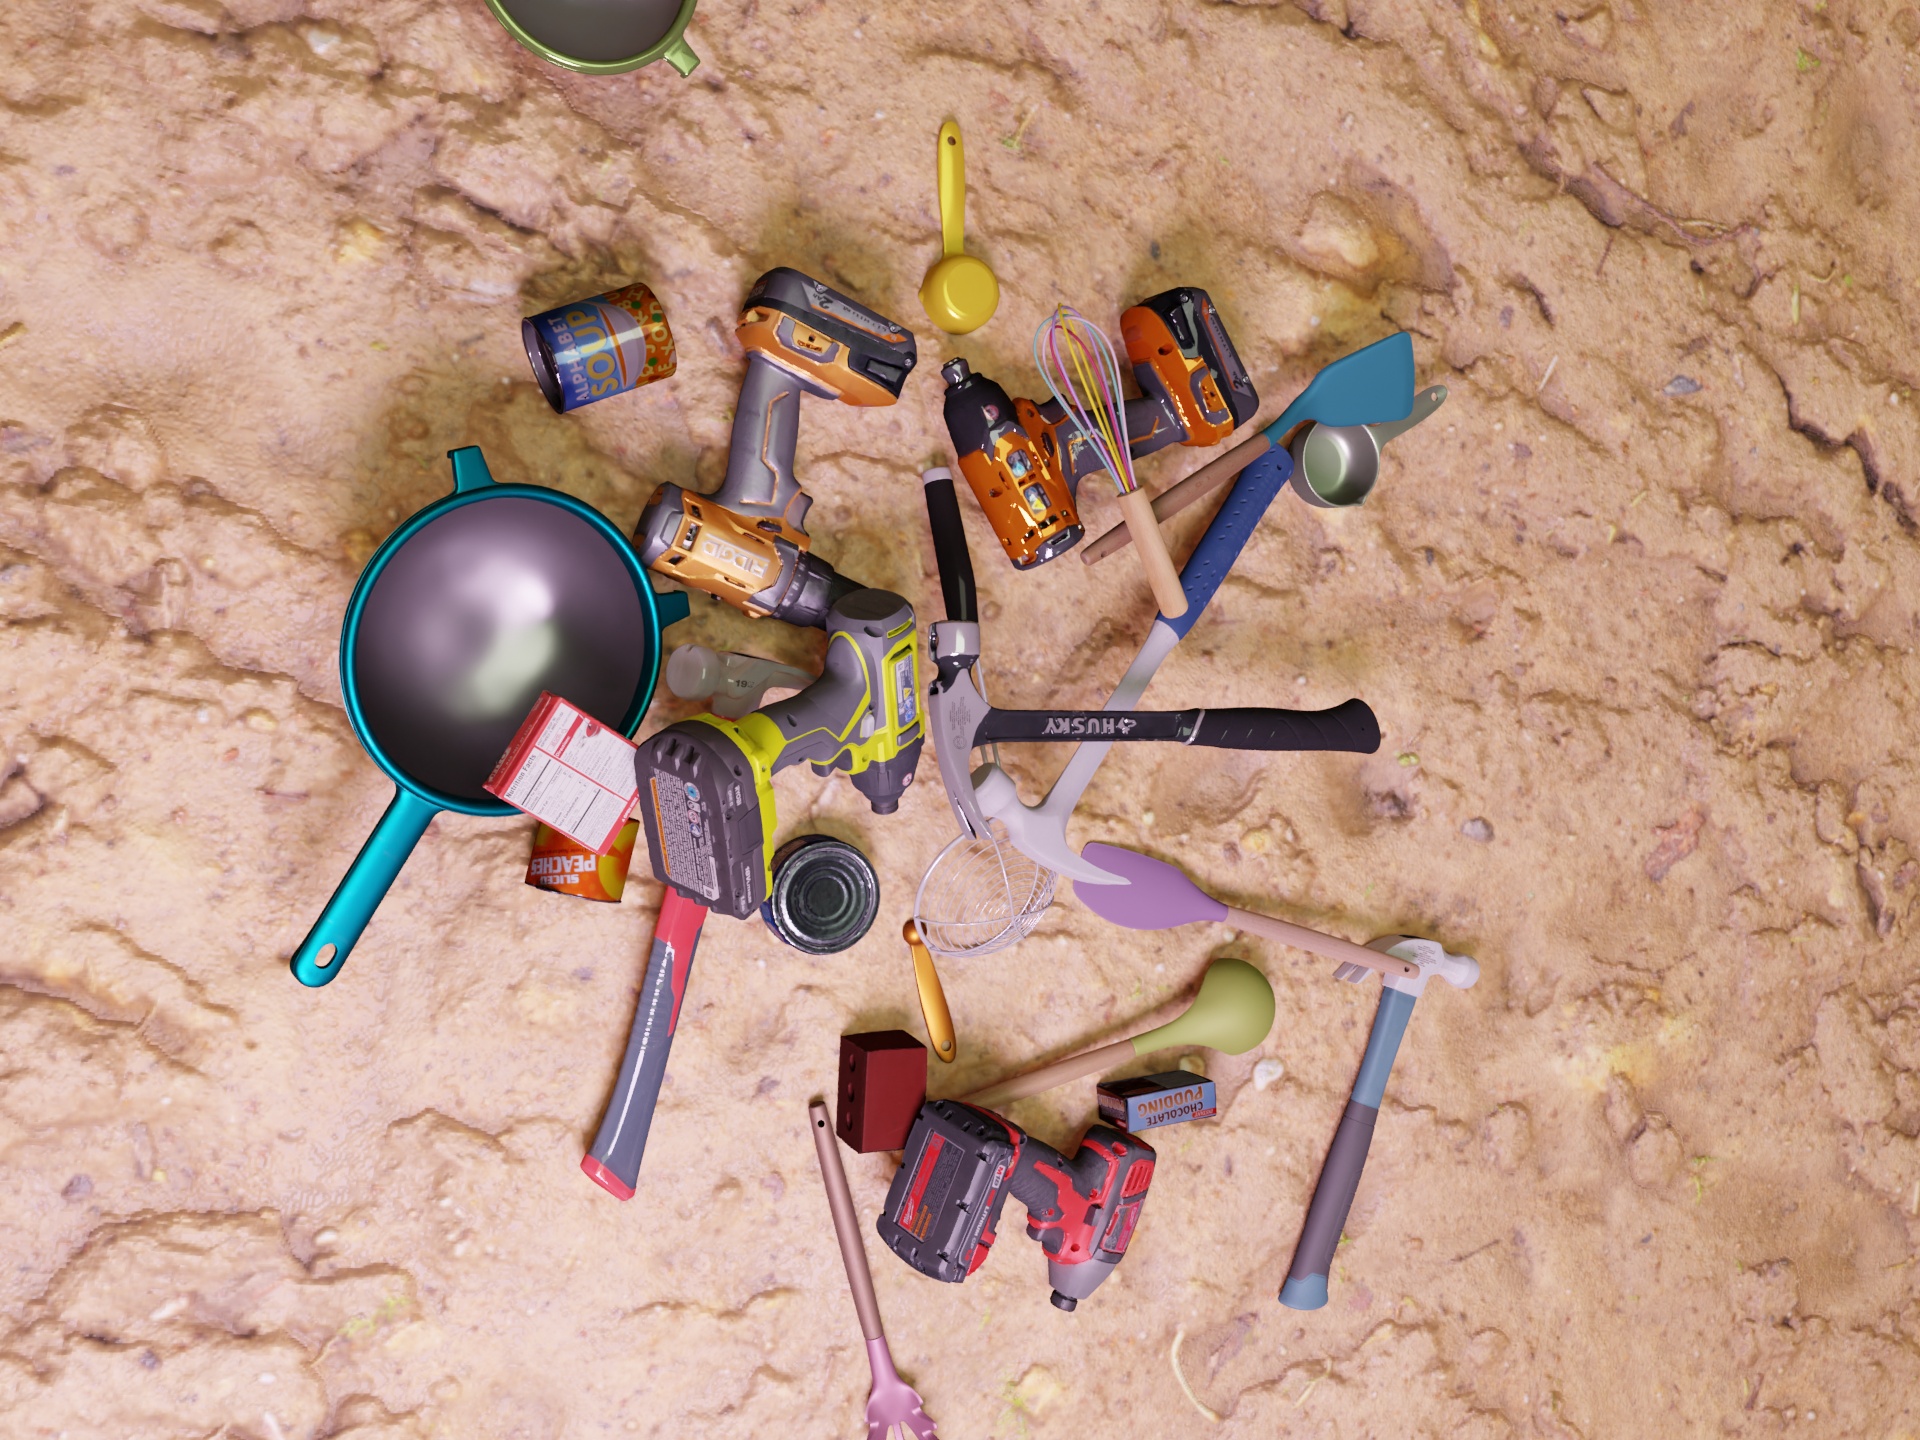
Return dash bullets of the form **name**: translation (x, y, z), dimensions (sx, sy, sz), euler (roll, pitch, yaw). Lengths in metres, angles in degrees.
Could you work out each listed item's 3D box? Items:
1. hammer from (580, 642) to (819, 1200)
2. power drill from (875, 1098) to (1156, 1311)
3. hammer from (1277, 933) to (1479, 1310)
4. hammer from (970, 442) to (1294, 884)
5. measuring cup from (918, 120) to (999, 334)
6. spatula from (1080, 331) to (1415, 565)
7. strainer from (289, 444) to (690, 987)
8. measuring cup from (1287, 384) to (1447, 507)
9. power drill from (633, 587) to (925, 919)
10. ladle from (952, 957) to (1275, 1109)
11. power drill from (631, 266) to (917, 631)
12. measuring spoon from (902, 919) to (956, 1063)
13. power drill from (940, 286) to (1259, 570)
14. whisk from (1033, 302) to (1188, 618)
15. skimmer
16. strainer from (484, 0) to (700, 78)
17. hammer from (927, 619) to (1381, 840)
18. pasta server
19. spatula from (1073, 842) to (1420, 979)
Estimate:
- **hammer**: translation (-0.184, 0.144, 1.110), dimensions (0.143, 0.038, 0.386), euler (11, 95, -52)
- **power drill**: translation (0.050, 0.366, 1.187), dimensions (0.219, 0.079, 0.143), euler (24, 86, -42)
- **hammer**: translation (0.342, 0.341, 1.356), dimensions (0.128, 0.033, 0.331), euler (22, 84, -23)
- **hammer**: translation (0.156, -0.056, 1.217), dimensions (0.144, 0.035, 0.406), euler (43, 65, -21)
- **measuring cup**: translation (0.000, -0.367, 1.180), dimensions (0.062, 0.029, 0.156), euler (-5, 96, -23)
- **spatula**: translation (0.223, -0.201, 1.232), dimensions (0.317, 0.044, 0.082), euler (-34, 137, -17)
- **strainer**: translation (-0.336, 0.005, 1.013), dimensions (0.210, 0.095, 0.340), euler (37, 79, -40)
- **measuring cup**: translation (0.339, -0.236, 1.328), dimensions (0.167, 0.038, 0.083), euler (-34, 105, -20)
- **power drill**: translation (-0.107, 0.030, 1.073), dimensions (0.223, 0.080, 0.171), euler (-37, 135, -43)
- **ladle**: translation (0.107, 0.265, 1.256), dimensions (0.320, 0.062, 0.078), euler (-16, 91, -15)
- **power drill**: translation (-0.107, -0.177, 1.120), dimensions (0.185, 0.084, 0.226), euler (24, 87, -24)
- **measuring spoon**: translation (-0.021, 0.207, 1.208), dimensions (0.021, 0.011, 0.117), euler (-18, 99, -21)
- **power drill**: translation (0.097, -0.238, 1.203), dimensions (0.226, 0.084, 0.164), euler (-34, 105, -14)
- **whisk**: translation (0.113, -0.185, 1.153), dimensions (0.051, 0.047, 0.245), euler (-27, 106, -12)
- **skimmer**: translation (-0.002, -0.004, 1.197), dimensions (0.127, 0.090, 0.363), euler (-8, 85, -33)
- **strainer**: translation (-0.300, -0.487, 1.028), dimensions (0.256, 0.069, 0.151), euler (-10, 98, -22)
- **hammer**: translation (0.156, 0.009, 1.169), dimensions (0.408, 0.036, 0.149), euler (1, 85, -31)
- **pasta server**: translation (-0.069, 0.436, 1.184), dimensions (0.060, 0.040, 0.316), euler (-14, 97, -11)
- **spatula**: translation (0.237, 0.167, 1.296), dimensions (0.315, 0.018, 0.060), euler (17, 86, -14)
